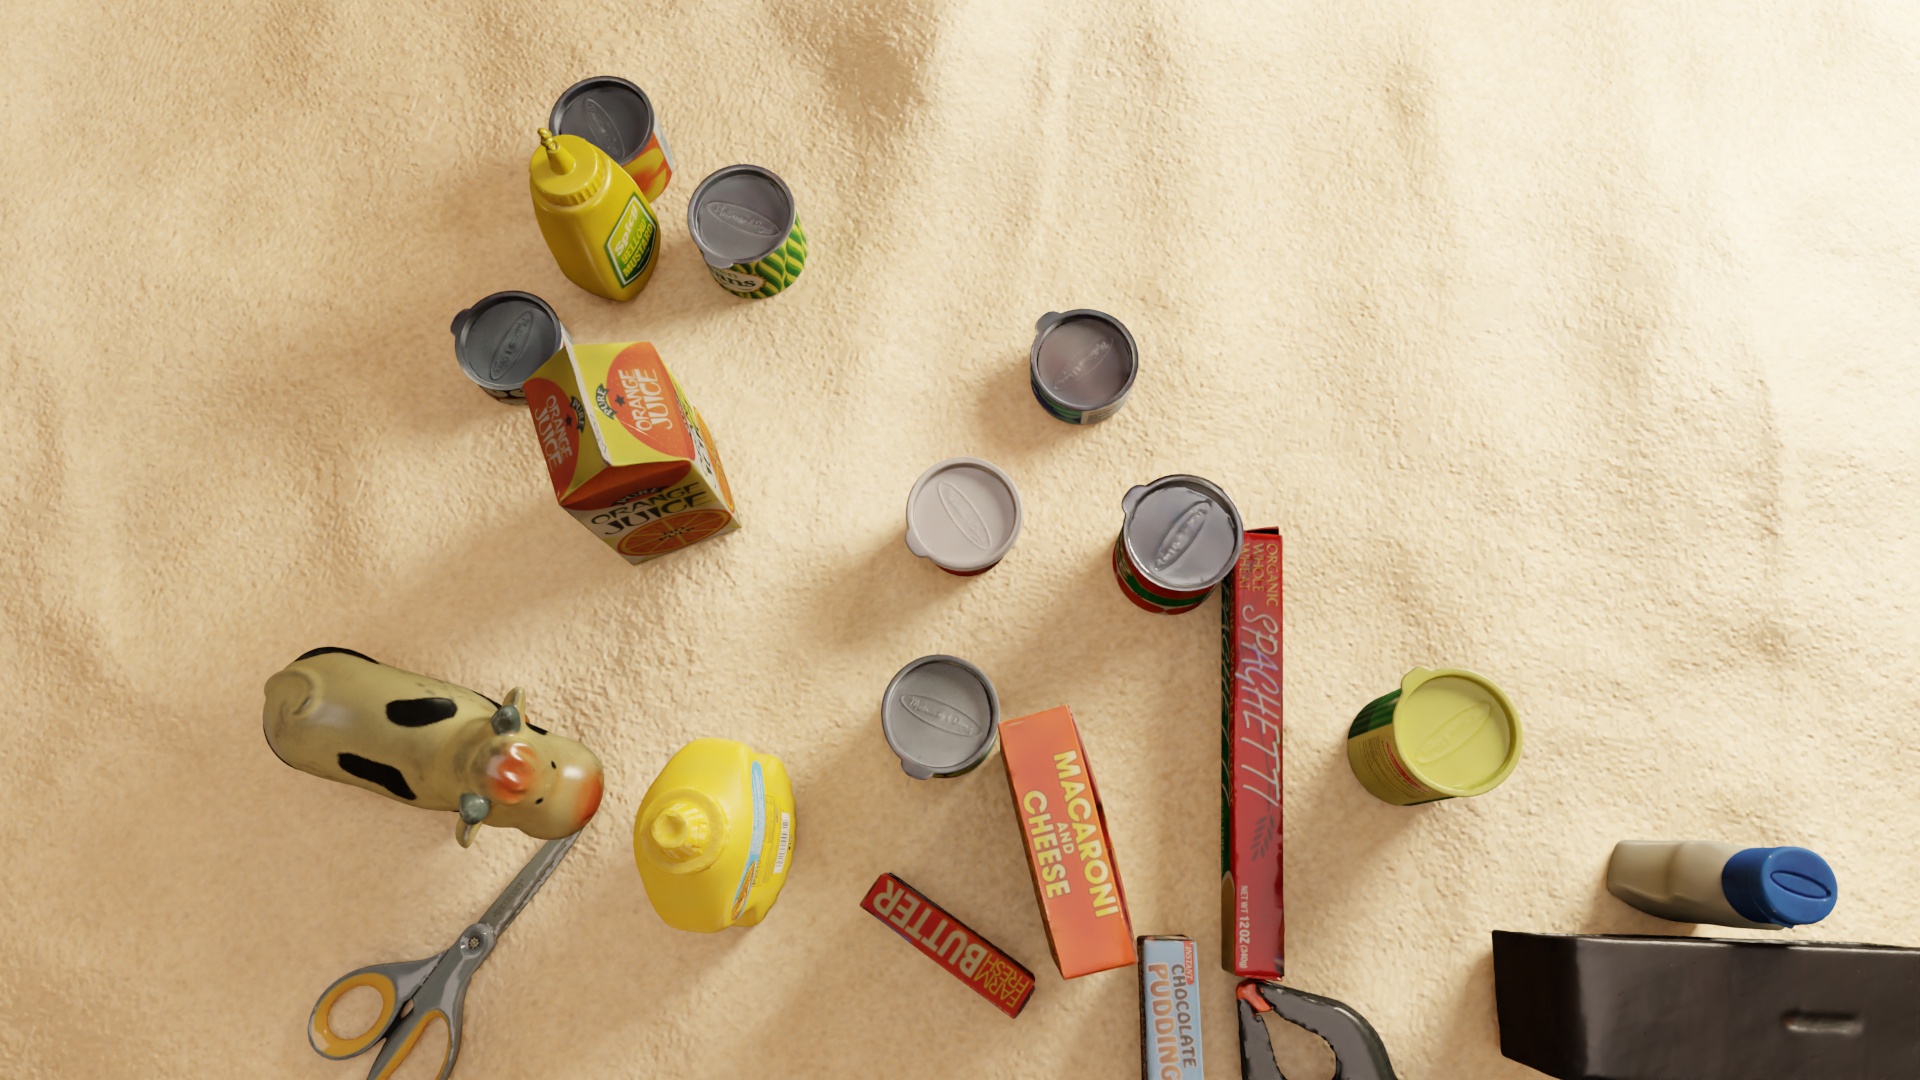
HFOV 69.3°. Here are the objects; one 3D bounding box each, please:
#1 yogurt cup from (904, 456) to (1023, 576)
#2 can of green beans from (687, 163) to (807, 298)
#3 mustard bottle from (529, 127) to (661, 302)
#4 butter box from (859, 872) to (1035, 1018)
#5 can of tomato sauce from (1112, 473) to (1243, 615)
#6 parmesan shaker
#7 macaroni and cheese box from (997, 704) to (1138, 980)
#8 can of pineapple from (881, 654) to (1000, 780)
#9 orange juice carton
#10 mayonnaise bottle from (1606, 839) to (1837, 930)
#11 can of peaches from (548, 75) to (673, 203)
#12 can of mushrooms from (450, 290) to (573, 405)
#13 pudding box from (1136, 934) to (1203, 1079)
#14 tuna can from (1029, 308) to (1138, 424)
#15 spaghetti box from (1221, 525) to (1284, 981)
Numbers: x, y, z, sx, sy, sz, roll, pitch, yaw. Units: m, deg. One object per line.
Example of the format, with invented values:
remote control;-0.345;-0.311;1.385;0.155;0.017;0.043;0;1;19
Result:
yogurt cup;0.003;-0.010;0.823;0.072;0.054;0.072;0;76;2
can of green beans;-0.132;-0.192;0.869;0.071;0.057;0.071;0;76;2
mustard bottle;-0.220;-0.196;0.820;0.049;0.160;0.065;22;78;7
butter box;-0.006;0.221;0.766;0.103;0.053;0.024;34;80;9
can of tomato sauce;0.121;0.004;0.801;0.071;0.083;0.071;0;77;2
parmesan shaker;0.255;0.107;0.762;0.071;0.103;0.071;0;77;2
macaroni and cheese box;0.053;0.156;0.722;0.040;0.166;0.124;-14;77;-2
can of pineapple;-0.012;0.103;0.793;0.071;0.057;0.071;0;76;2
orange juice carton;-0.181;-0.049;0.766;0.073;0.192;0.072;-19;77;-3
mayonnaise bottle;0.394;0.177;0.718;0.065;0.147;0.041;18;78;6
can of peaches;-0.223;-0.251;0.886;0.071;0.058;0.071;0;76;2
can of mushrooms;-0.280;-0.121;0.868;0.071;0.033;0.071;0;76;1
pudding box;0.114;0.259;0.755;0.030;0.049;0.084;-1;76;1
tuna can;0.074;-0.108;0.856;0.071;0.032;0.071;0;76;1
spaghetti box;0.165;0.118;0.789;0.029;0.050;0.250;2;76;2
